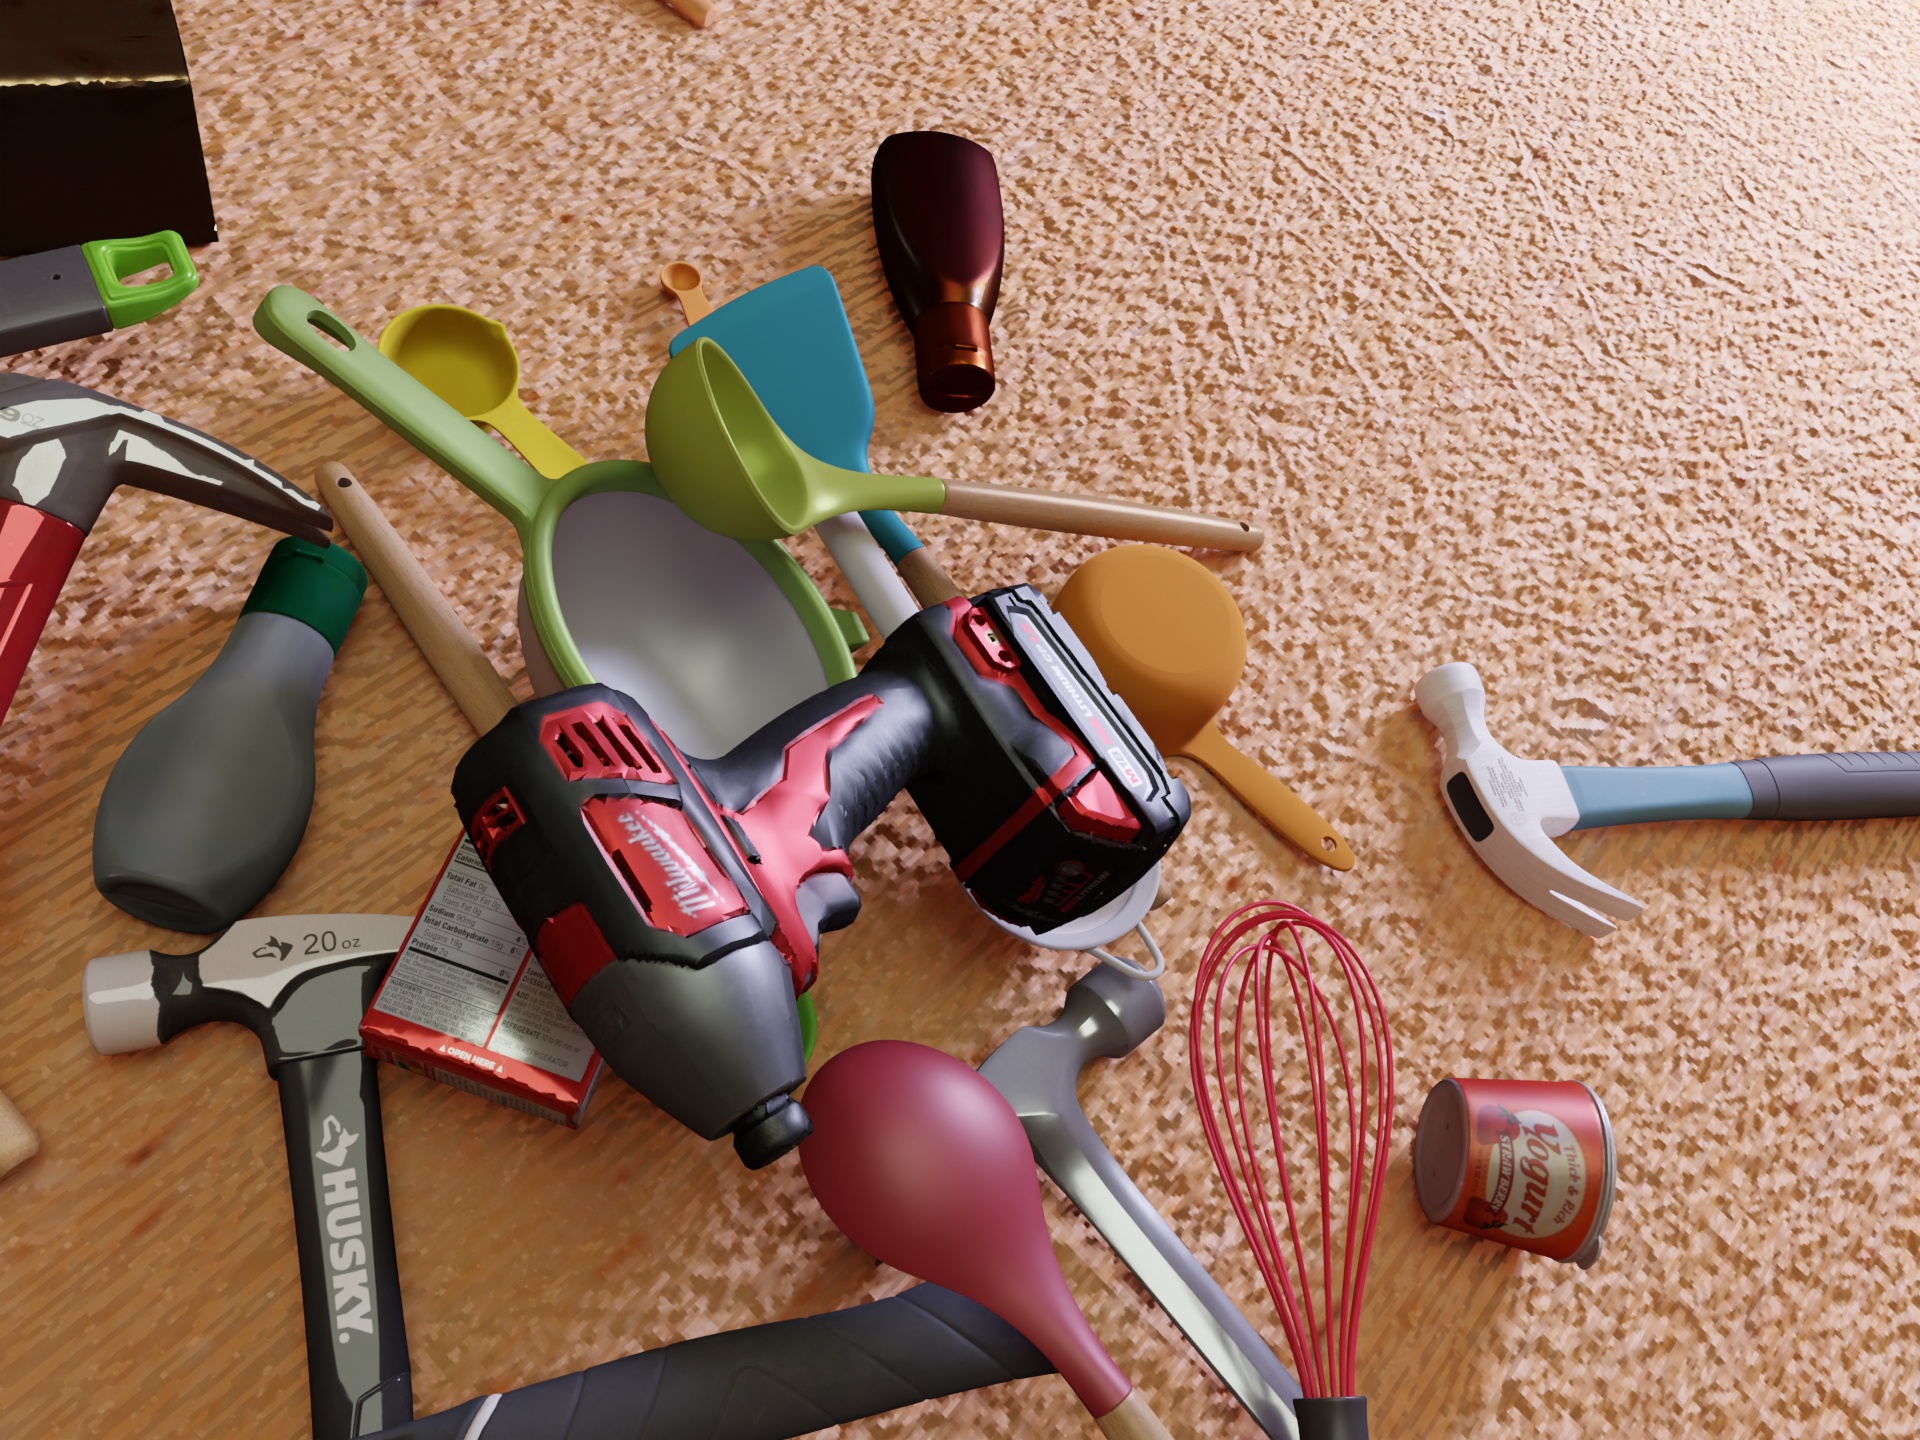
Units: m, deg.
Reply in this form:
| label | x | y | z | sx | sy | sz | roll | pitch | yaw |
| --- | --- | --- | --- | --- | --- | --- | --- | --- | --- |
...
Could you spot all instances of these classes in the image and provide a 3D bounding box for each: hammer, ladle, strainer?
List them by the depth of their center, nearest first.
| label | x | y | z | sx | sy | sz | roll | pitch | yaw |
| --- | --- | --- | --- | --- | --- | --- | --- | --- | --- |
| hammer | -0.153 | 0.211 | 0.434 | 0.408 | 0.036 | 0.149 | -6 | 72 | -22 |
| hammer | -0.316 | 0.076 | 0.463 | 0.143 | 0.038 | 0.386 | 19 | 68 | -18 |
| ladle | 0.059 | 0.224 | 0.467 | 0.069 | 0.031 | 0.315 | -32 | 79 | -32 |
| hammer | -0.171 | 0.214 | 0.473 | 0.146 | 0.035 | 0.335 | -7 | 64 | -21 |
| hammer | 0.136 | 0.274 | 0.535 | 0.144 | 0.035 | 0.406 | -33 | 75 | -31 |
| strainer | -0.150 | -0.049 | 0.575 | 0.256 | 0.069 | 0.152 | 39 | 35 | -21 |
| strainer | -0.001 | -0.002 | 0.636 | 0.087 | 0.050 | 0.258 | -25 | 75 | -29 |
| ladle | 0.018 | -0.098 | 0.659 | 0.320 | 0.062 | 0.078 | 2 | 57 | -36 |
| hammer | 0.377 | 0.031 | 0.754 | 0.331 | 0.033 | 0.128 | -1 | 61 | -18 |

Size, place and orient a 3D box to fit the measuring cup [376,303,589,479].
| label | x | y | z | sx | sy | sz | roll | pitch | yaw |
| --- | --- | --- | --- | --- | --- | --- | --- | --- | --- |
| measuring cup | -0.180 | -0.109 | 0.670 | 0.156 | 0.029 | 0.062 | 44 | 57 | -4 |

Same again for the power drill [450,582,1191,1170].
| label | x | y | z | sx | sy | sz | roll | pitch | yaw |
| --- | --- | --- | --- | --- | --- | --- | --- | --- | --- |
| power drill | -0.033 | 0.040 | 0.501 | 0.219 | 0.078 | 0.143 | -20 | 70 | -45 |

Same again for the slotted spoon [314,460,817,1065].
| label | x | y | z | sx | sy | sz | roll | pitch | yaw |
| --- | --- | --- | --- | --- | --- | --- | --- | --- | --- |
| slotted spoon | -0.160 | 0.016 | 0.597 | 0.070 | 0.031 | 0.314 | -26 | 69 | -37 |

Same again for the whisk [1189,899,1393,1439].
| label | x | y | z | sx | sy | sz | roll | pitch | yaw |
| --- | --- | --- | --- | --- | --- | --- | --- | --- | --- |
| whisk | 0.119 | 0.200 | 0.519 | 0.073 | 0.073 | 0.296 | 5 | 66 | -15 |

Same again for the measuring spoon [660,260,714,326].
| label | x | y | z | sx | sy | sz | roll | pitch | yaw |
| --- | --- | --- | --- | --- | --- | --- | --- | --- | --- |
| measuring spoon | -0.110 | -0.163 | 0.729 | 0.021 | 0.011 | 0.117 | -19 | 72 | -25 |

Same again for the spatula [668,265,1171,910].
| label | x | y | z | sx | sy | sz | roll | pitch | yaw |
| --- | --- | --- | --- | --- | --- | --- | --- | --- | --- |
| spatula | -0.008 | -0.053 | 0.675 | 0.082 | 0.044 | 0.318 | -32 | 75 | -15 |

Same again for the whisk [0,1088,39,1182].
| label | x | y | z | sx | sy | sz | roll | pitch | yaw |
| --- | --- | --- | --- | --- | --- | --- | --- | --- | --- |
| whisk | -0.372 | 0.047 | 0.490 | 0.051 | 0.047 | 0.245 | -40 | 88 | -18 |

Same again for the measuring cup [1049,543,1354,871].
| label | x | y | z | sx | sy | sz | roll | pitch | yaw |
| --- | --- | --- | --- | --- | --- | --- | --- | --- | --- |
| measuring cup | 0.110 | -0.005 | 0.678 | 0.174 | 0.052 | 0.095 | 42 | 57 | 11 |

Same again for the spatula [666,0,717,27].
| label | x | y | z | sx | sy | sz | roll | pitch | yaw |
| --- | --- | --- | --- | --- | --- | --- | --- | --- | --- |
| spatula | -0.259 | -0.468 | 0.851 | 0.322 | 0.041 | 0.081 | 39 | 57 | 2 |

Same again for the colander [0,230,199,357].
| label | x | y | z | sx | sy | sz | roll | pitch | yaw |
| --- | --- | --- | --- | --- | --- | --- | --- | --- | --- |
| colander | -0.468 | -0.129 | 0.523 | 0.397 | 0.094 | 0.205 | -22 | 67 | -22 |
